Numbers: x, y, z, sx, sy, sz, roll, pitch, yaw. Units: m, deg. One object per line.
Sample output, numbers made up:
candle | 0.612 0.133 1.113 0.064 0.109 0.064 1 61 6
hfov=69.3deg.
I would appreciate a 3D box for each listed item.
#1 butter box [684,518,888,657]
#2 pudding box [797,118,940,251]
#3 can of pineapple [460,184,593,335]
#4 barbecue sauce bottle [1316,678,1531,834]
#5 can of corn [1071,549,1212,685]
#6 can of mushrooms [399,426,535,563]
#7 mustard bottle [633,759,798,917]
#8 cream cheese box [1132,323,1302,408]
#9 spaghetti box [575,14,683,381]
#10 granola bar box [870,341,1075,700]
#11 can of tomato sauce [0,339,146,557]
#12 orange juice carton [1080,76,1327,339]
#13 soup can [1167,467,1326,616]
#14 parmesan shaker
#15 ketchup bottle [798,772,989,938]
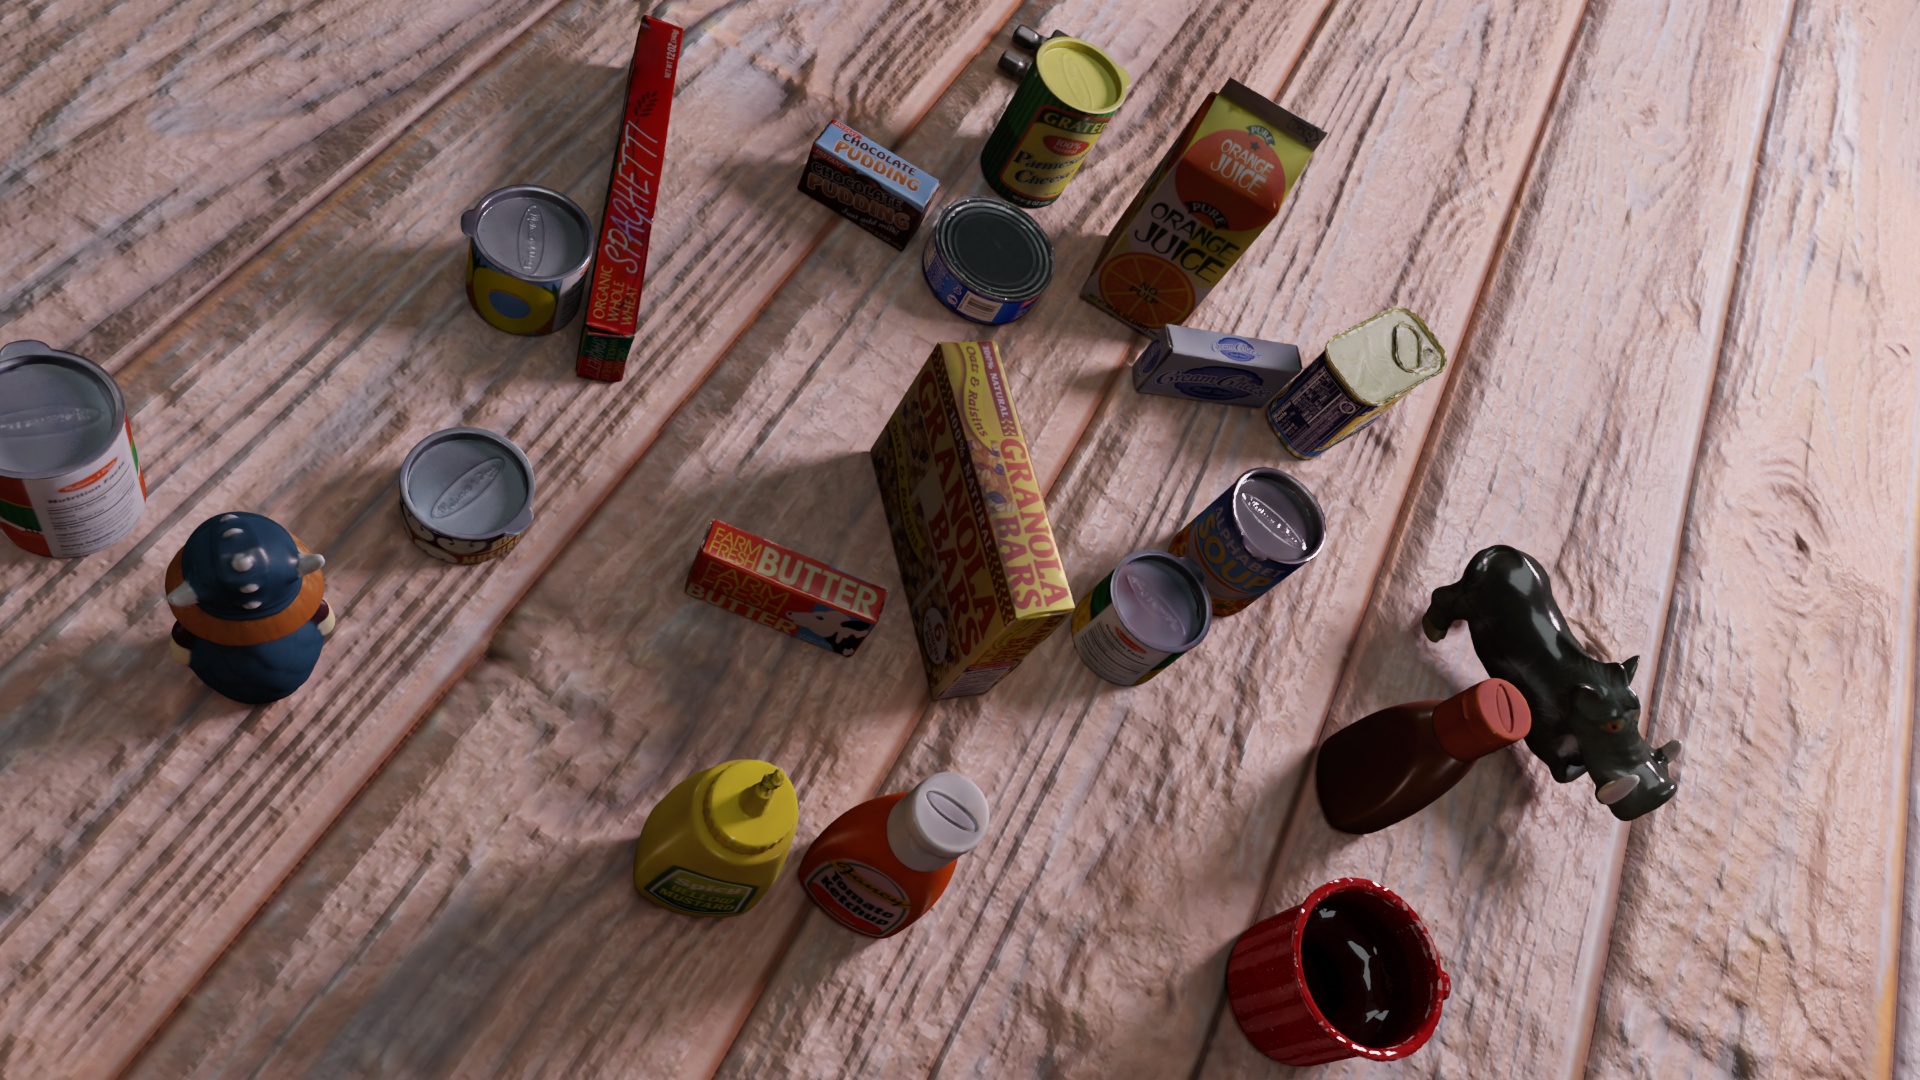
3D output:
butter box | -0.096 0.027 0.758 0.103 0.053 0.024 23 57 -10
pudding box | -0.061 -0.235 0.916 0.084 0.049 0.030 30 56 -6
can of pineapple | -0.248 -0.159 0.790 0.071 0.057 0.071 10 60 -18
barbecue sauce bottle | 0.265 0.122 0.805 0.044 0.147 0.065 13 60 -17
can of corn | 0.109 0.046 0.833 0.071 0.058 0.071 10 60 -18
can of mushrooms | -0.257 -0.022 0.727 0.071 0.033 0.071 10 60 -18
mustard bottle | -0.107 0.133 0.632 0.065 0.159 0.049 17 58 -14
cream cheese box | 0.175 -0.118 0.953 0.104 0.053 0.024 6 62 -21
spaghetti box | -0.200 -0.211 0.843 0.029 0.050 0.251 11 60 -18
granola bar box | 0.003 -0.010 0.777 0.039 0.123 0.166 -4 66 -25
can of tomato sauce | -0.417 -0.040 0.638 0.071 0.082 0.071 10 60 -18
orange juice carton | 0.159 -0.221 0.917 0.072 0.191 0.073 29 56 -7
soup can | 0.175 0.004 0.869 0.071 0.083 0.071 10 60 -18
parmesan shaker | 0.065 -0.288 0.967 0.071 0.102 0.071 10 60 -18
ketchup bottle | -0.030 0.149 0.664 0.065 0.148 0.044 36 56 -2
